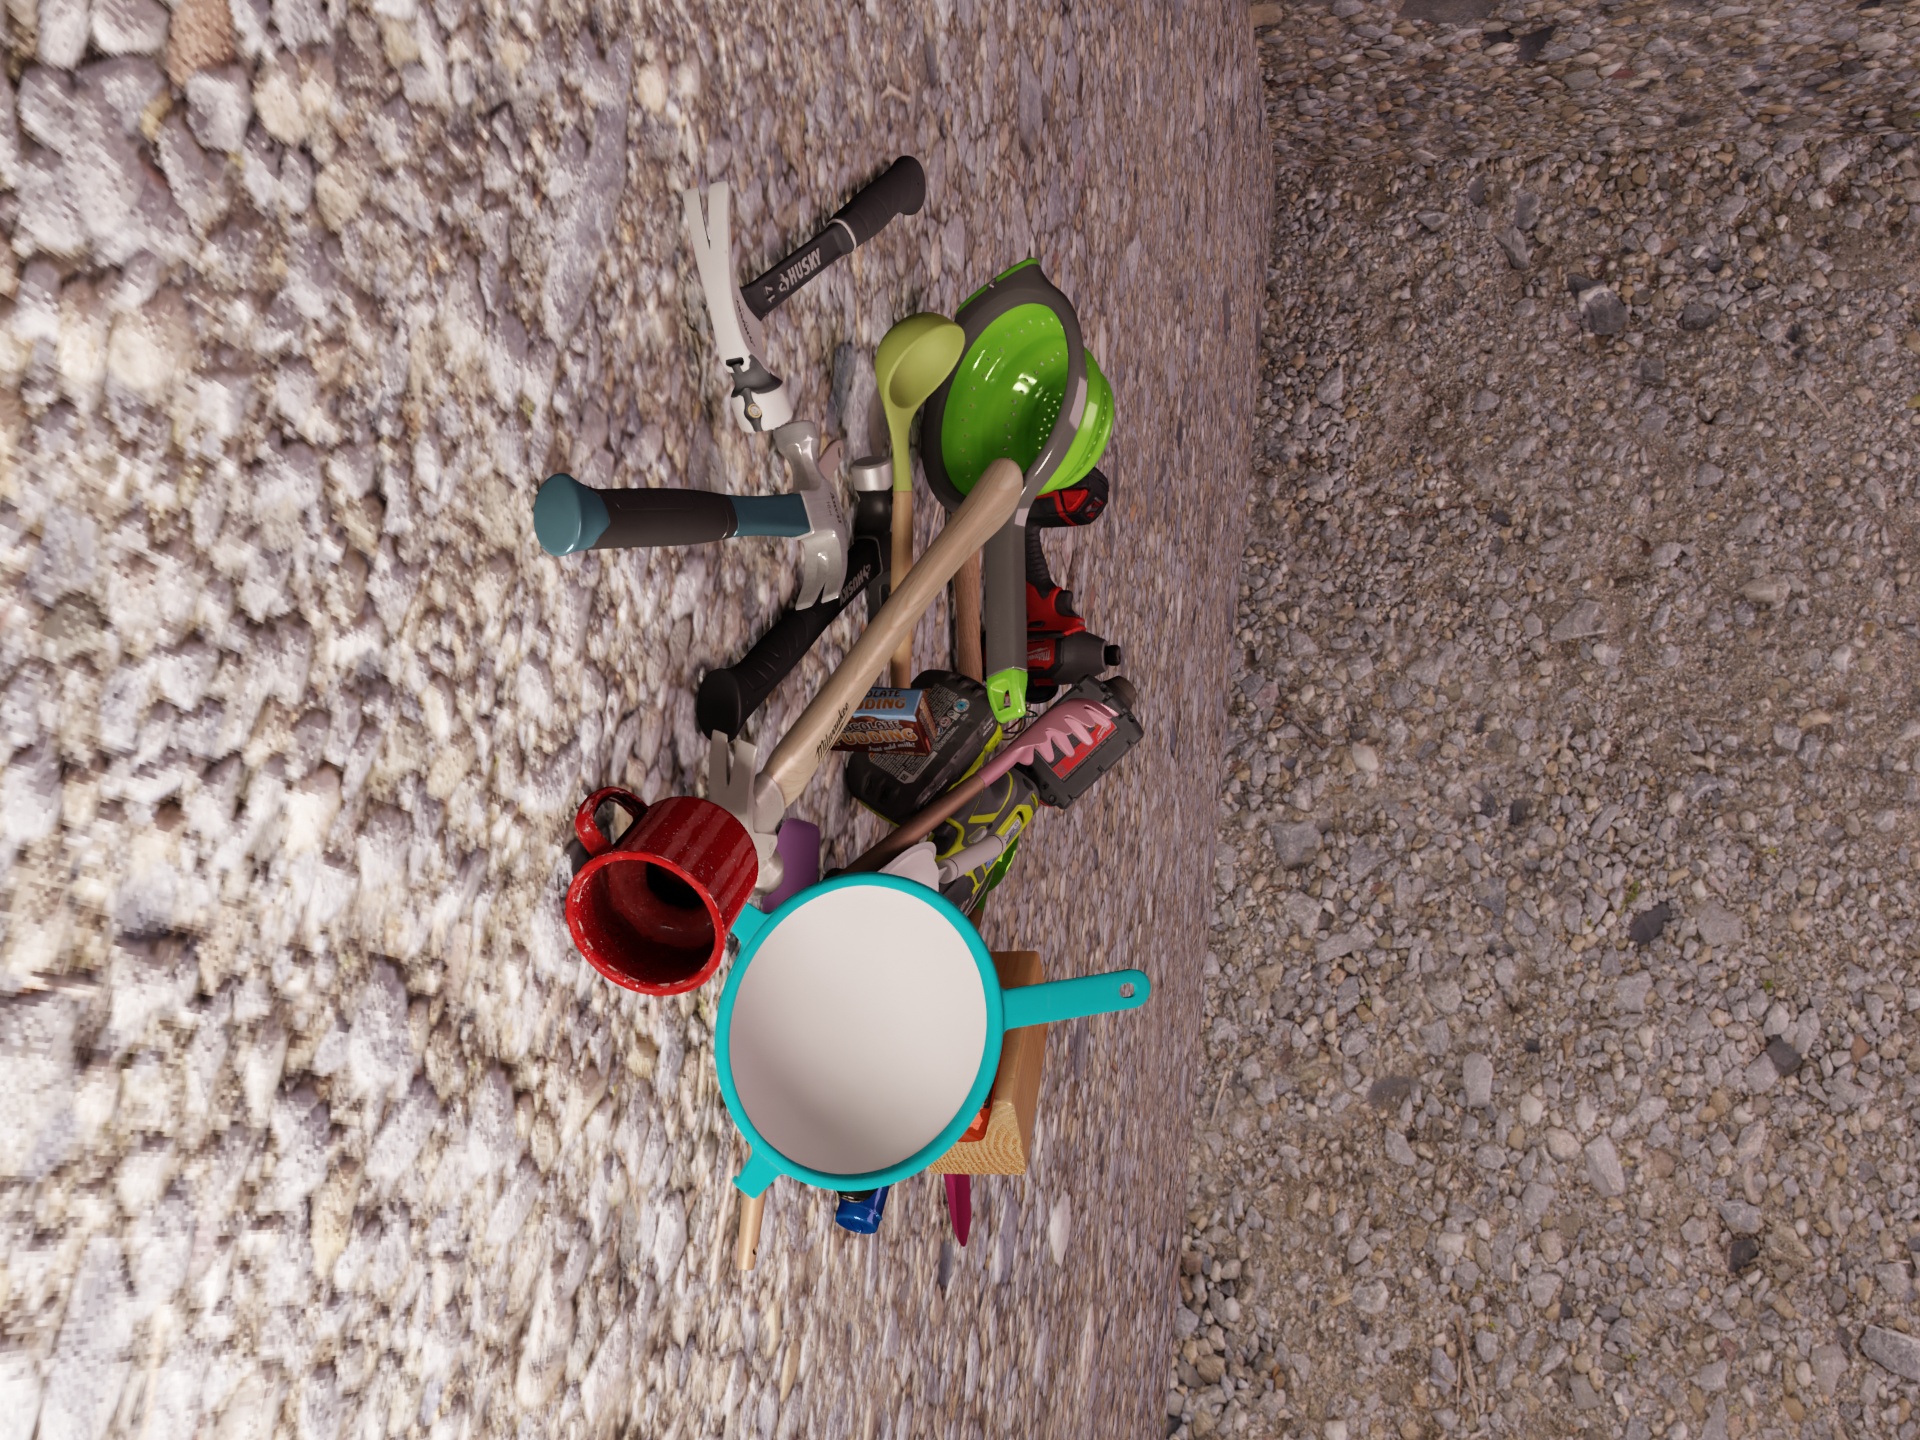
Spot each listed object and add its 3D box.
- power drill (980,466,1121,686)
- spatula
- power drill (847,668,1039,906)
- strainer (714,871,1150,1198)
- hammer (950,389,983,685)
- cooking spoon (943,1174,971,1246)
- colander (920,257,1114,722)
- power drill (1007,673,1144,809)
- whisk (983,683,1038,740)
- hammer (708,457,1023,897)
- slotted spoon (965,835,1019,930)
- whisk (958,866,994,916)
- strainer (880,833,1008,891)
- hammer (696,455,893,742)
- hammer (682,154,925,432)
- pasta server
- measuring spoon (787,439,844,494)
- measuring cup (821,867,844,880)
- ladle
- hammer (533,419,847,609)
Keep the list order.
[{"bbox_3d":[0.092,-0.143,1.596,0.078,0.143,0.220,15,76,-69],"label":"power drill"},{"bbox_3d":[-0.134,0.227,1.132,0.059,0.018,0.316,21,72,-55],"label":"spatula"},{"bbox_3d":[-0.014,0.074,1.353,0.171,0.080,0.223,-50,150,-19],"label":"power drill"},{"bbox_3d":[-0.027,0.206,1.129,0.340,0.095,0.211,-3,89,-30],"label":"strainer"},{"bbox_3d":[0.005,-0.142,1.499,0.130,0.031,0.331,-39,129,-68],"label":"hammer"},{"bbox_3d":[-0.019,0.402,1.525,0.069,0.017,0.318,-75,160,-47],"label":"cooking spoon"},{"bbox_3d":[0.064,-0.183,1.327,0.094,0.204,0.397,14,67,-37],"label":"colander"},{"bbox_3d":[0.114,0.016,1.566,0.188,0.080,0.226,-42,178,-8],"label":"power drill"},{"bbox_3d":[-0.002,-0.002,1.415,0.245,0.051,0.047,-5,120,-58],"label":"whisk"},{"bbox_3d":[-0.054,-0.066,1.131,0.411,0.038,0.146,-56,159,-37],"label":"hammer"},{"bbox_3d":[0.008,0.202,1.544,0.314,0.031,0.070,-66,158,-53],"label":"slotted spoon"},{"bbox_3d":[-0.019,0.207,1.451,0.055,0.055,0.239,68,35,-53],"label":"whisk"},{"bbox_3d":[-0.013,0.122,1.267,0.087,0.050,0.258,-59,163,21],"label":"strainer"},{"bbox_3d":[-0.106,-0.071,1.151,0.335,0.035,0.146,-57,145,-58],"label":"hammer"},{"bbox_3d":[-0.094,-0.346,1.137,0.409,0.036,0.149,-64,143,-56],"label":"hammer"},{"bbox_3d":[0.000,0.068,1.245,0.316,0.040,0.060,-36,168,-26],"label":"pasta server"},{"bbox_3d":[-0.101,-0.177,1.177,0.124,0.018,0.034,-67,153,-50],"label":"measuring spoon"},{"bbox_3d":[-0.091,0.196,1.230,0.083,0.038,0.168,57,37,-62],"label":"measuring cup"},{"bbox_3d":[-0.034,-0.149,1.222,0.078,0.062,0.320,-14,108,-57],"label":"ladle"},{"bbox_3d":[-0.152,-0.126,0.970,0.331,0.033,0.128,-20,93,-68],"label":"hammer"}]
